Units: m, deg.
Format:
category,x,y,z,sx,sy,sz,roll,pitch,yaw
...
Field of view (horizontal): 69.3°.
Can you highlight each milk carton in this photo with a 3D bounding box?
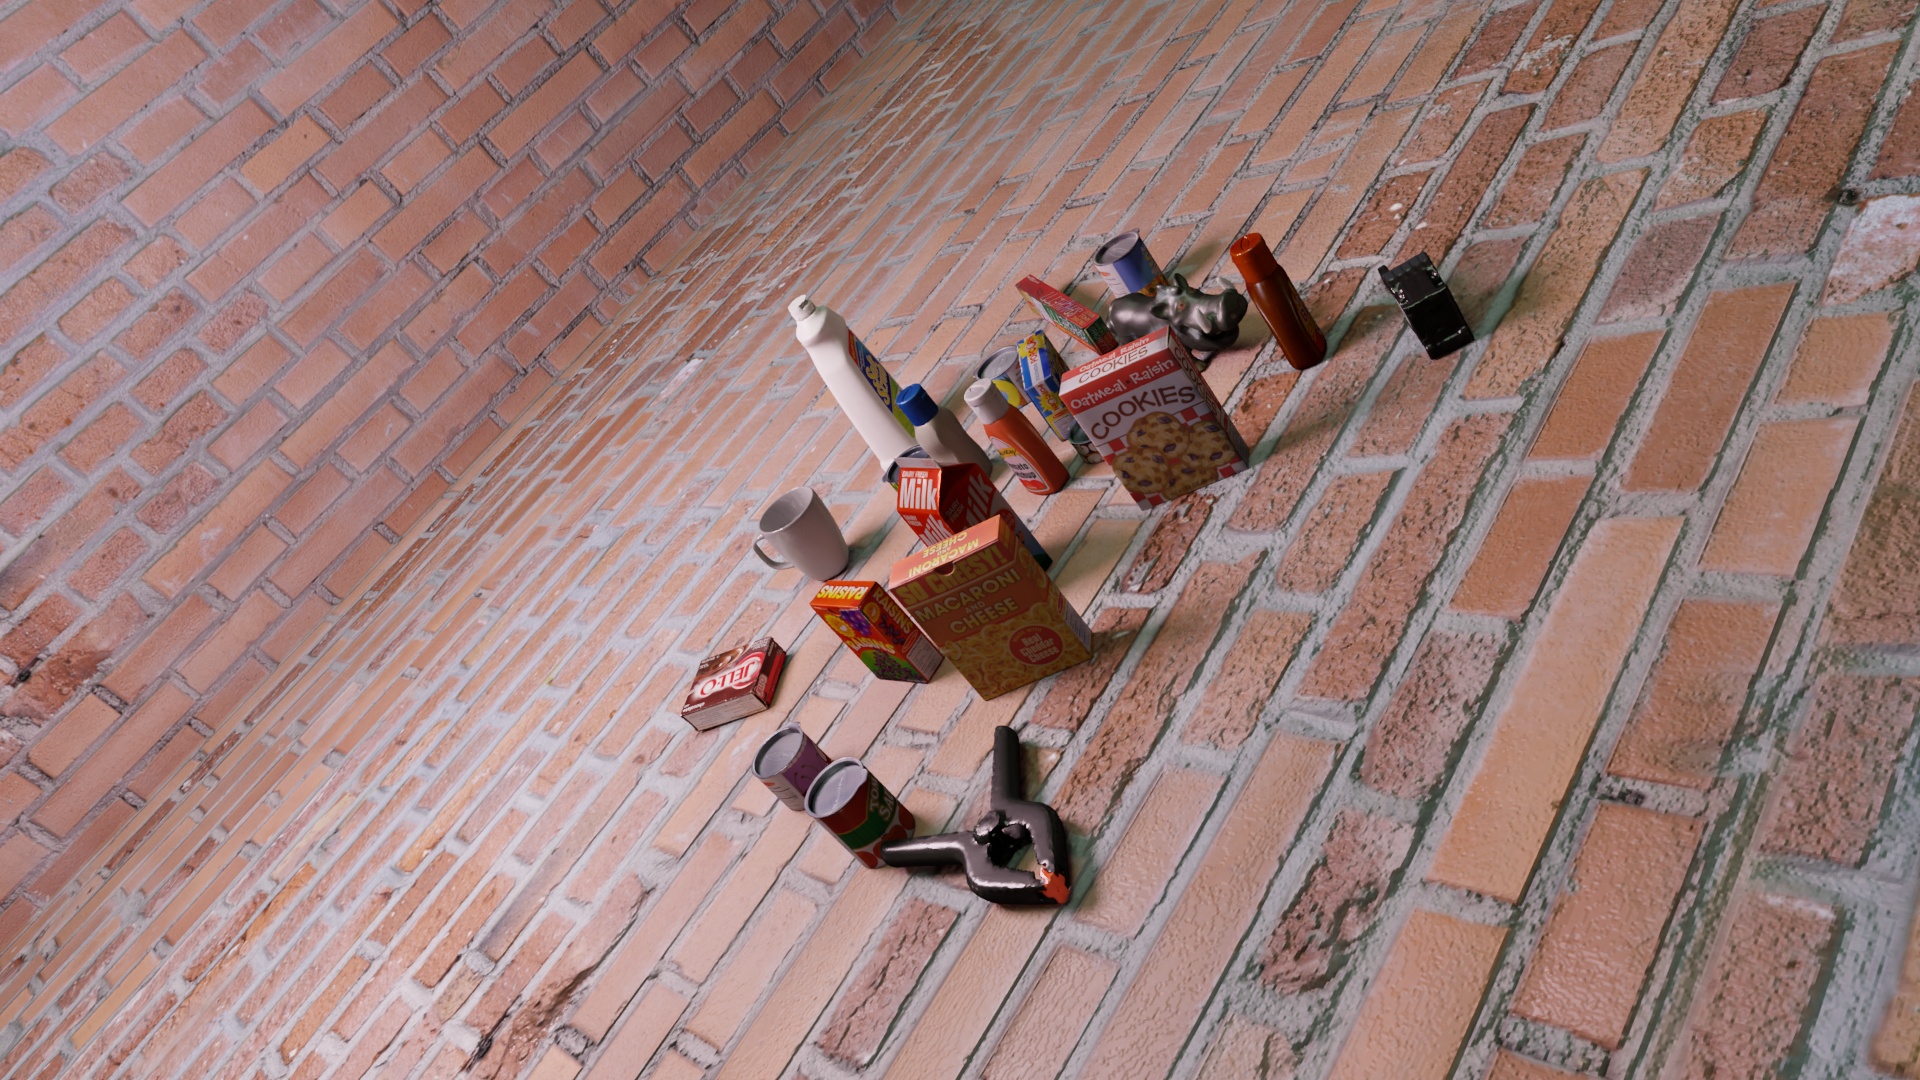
category,x,y,z,sx,sy,sz,roll,pitch,yaw
milk carton,0.005,-0.018,1.427,0.072,0.190,0.074,4,50,51

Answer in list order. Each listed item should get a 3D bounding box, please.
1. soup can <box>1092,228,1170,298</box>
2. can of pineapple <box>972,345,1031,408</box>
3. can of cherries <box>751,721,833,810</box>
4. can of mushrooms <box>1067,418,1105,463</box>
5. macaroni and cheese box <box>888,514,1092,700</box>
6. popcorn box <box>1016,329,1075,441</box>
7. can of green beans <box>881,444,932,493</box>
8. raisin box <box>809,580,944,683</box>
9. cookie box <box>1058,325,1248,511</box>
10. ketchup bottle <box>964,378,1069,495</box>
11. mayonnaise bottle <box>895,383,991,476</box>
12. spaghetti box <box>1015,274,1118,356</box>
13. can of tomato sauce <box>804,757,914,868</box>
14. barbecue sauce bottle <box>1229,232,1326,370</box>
category,x,y,z,sx,sy,sz,roll,pitch,yaw
soup can,0.218,-0.337,1.745,0.071,0.083,0.072,-28,31,19
can of pineapple,0.061,-0.205,1.764,0.071,0.057,0.071,-28,31,19
can of cherries,-0.167,0.229,1.412,0.071,0.058,0.072,-28,31,19
can of mushrooms,0.155,-0.121,1.563,0.071,0.033,0.071,-28,31,19
macaroni and cheese box,0.030,0.067,1.305,0.123,0.166,0.040,-25,32,24
popcorn box,0.108,-0.186,1.655,0.038,0.085,0.127,-30,30,16
can of green beans,-0.049,-0.075,1.706,0.071,0.057,0.071,-28,31,19
raisin box,-0.087,0.095,1.443,0.086,0.123,0.040,0,47,49
cookie box,0.193,-0.119,1.380,0.122,0.167,0.040,-23,33,28
ketchup bottle,0.060,-0.116,1.546,0.044,0.148,0.065,-50,31,-19
mayonnaise bottle,-0.021,-0.121,1.646,0.041,0.147,0.065,-15,37,37
spaghetti box,0.136,-0.296,1.815,0.029,0.050,0.251,-39,29,0
can of tomato sauce,-0.090,0.249,1.271,0.071,0.083,0.071,-28,31,19
barbecue sauce bottle,0.326,-0.248,1.430,0.043,0.148,0.065,-25,32,25
